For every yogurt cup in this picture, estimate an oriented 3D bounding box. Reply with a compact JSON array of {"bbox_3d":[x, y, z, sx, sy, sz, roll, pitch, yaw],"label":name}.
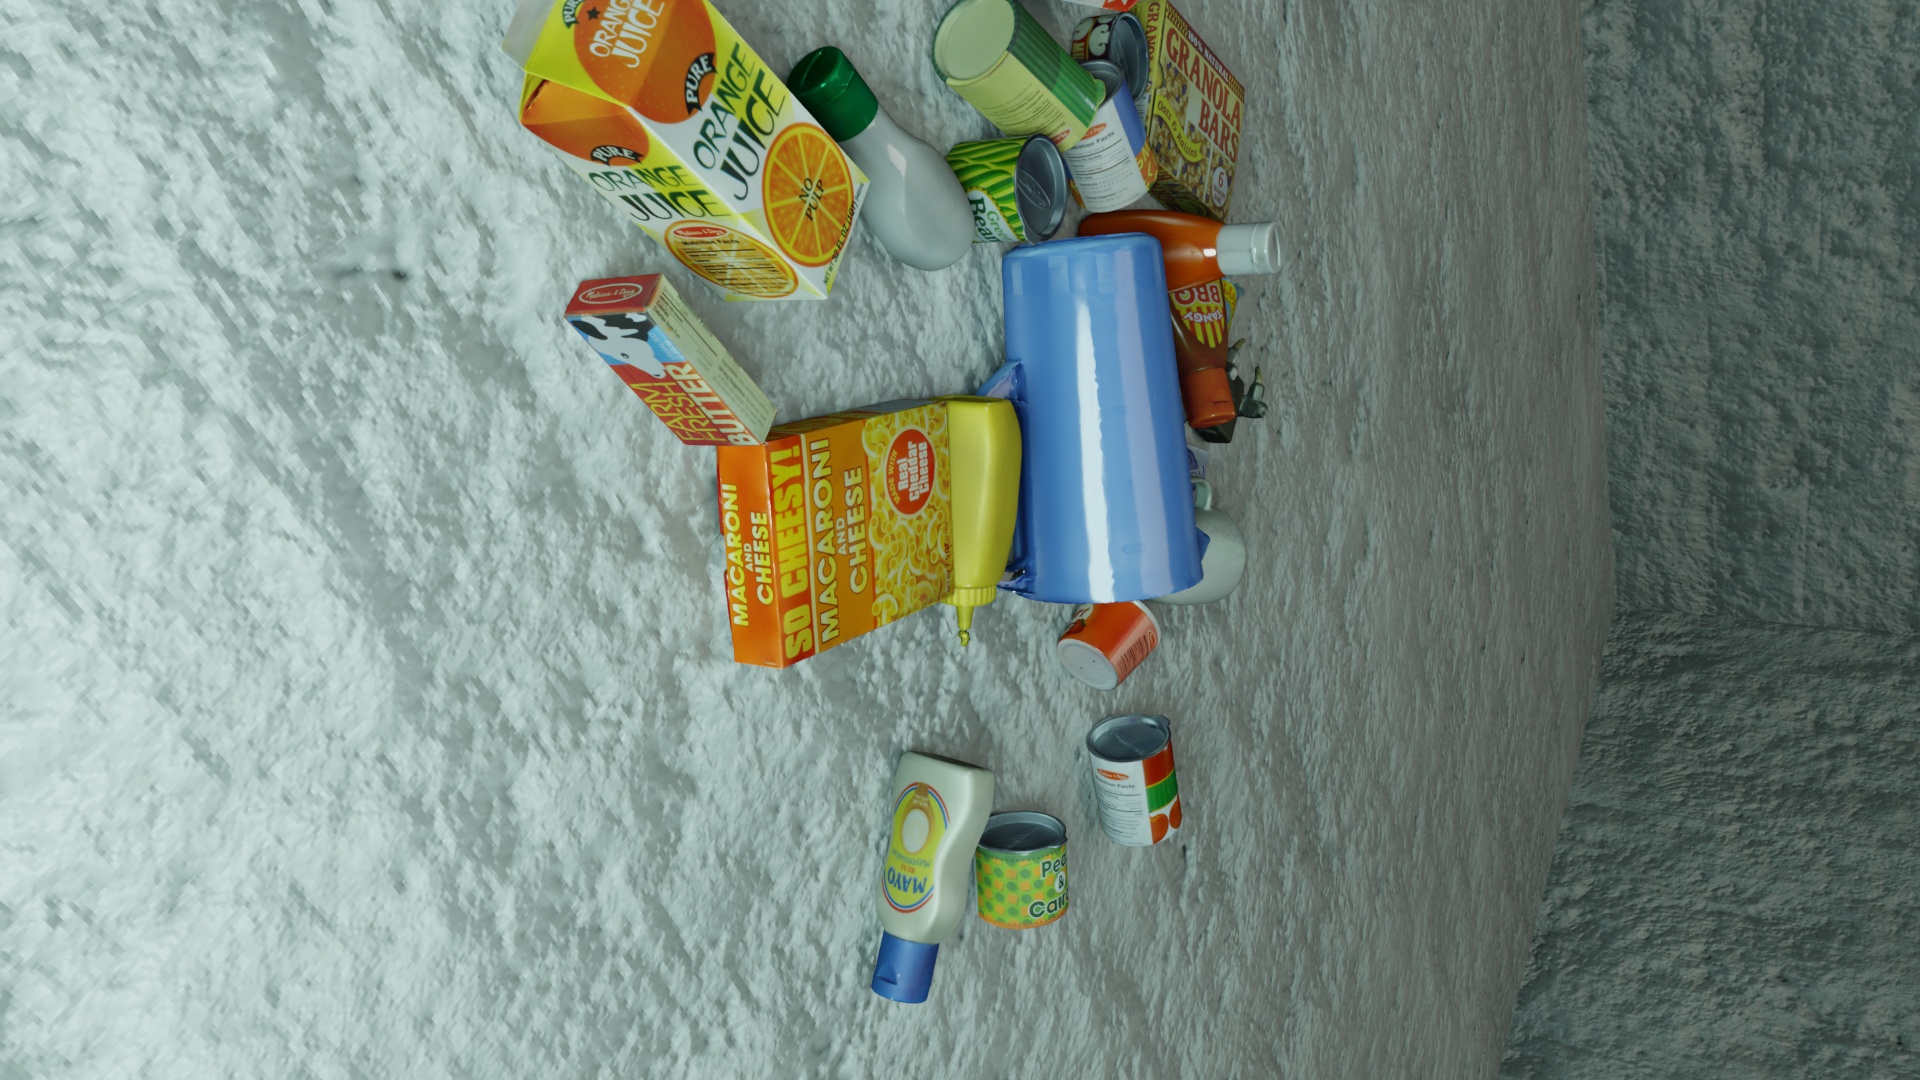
[{"bbox_3d":[0.109,0.076,1.047,0.054,0.072,0.072,-49,133,-31],"label":"yogurt cup"}]

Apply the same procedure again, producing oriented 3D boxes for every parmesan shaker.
[{"bbox_3d":[0.038,-0.298,0.885,0.103,0.071,0.071,21,76,-55],"label":"parmesan shaker"}]

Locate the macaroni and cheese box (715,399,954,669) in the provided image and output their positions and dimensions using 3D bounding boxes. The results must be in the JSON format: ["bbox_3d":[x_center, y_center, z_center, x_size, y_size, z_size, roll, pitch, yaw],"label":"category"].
[{"bbox_3d":[-0.067,-0.009,0.790,0.167,0.040,0.123,-20,111,-55],"label":"macaroni and cheese box"}]

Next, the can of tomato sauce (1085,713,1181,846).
[{"bbox_3d":[0.140,0.189,1.102,0.071,0.071,0.082,-41,127,-47],"label":"can of tomato sauce"}]

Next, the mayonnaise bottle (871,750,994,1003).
[{"bbox_3d":[-0.022,0.210,0.866,0.041,0.065,0.148,19,82,-53],"label":"mayonnaise bottle"}]

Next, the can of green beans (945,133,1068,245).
[{"bbox_3d":[0.028,-0.224,0.890,0.071,0.058,0.071,-11,103,-56],"label":"can of green beans"}]

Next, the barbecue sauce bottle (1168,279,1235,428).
[{"bbox_3d":[0.177,-0.162,1.065,0.065,0.043,0.148,-6,80,-25],"label":"barbecue sauce bottle"}]

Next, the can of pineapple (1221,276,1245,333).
[{"bbox_3d":[0.190,-0.182,1.130,0.071,0.071,0.058,40,61,-51],"label":"can of pineapple"}]

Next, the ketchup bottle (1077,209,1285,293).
[{"bbox_3d":[0.159,-0.210,1.008,0.044,0.149,0.064,-40,126,-45],"label":"ketchup bottle"}]

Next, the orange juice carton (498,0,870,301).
[{"bbox_3d":[-0.130,-0.191,0.641,0.192,0.073,0.072,40,62,-51],"label":"orange juice carton"}]

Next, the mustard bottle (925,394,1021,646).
[{"bbox_3d":[0.003,-0.011,0.878,0.049,0.065,0.159,-20,115,-57],"label":"mustard bottle"}]

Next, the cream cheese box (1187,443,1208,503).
[{"bbox_3d":[0.176,-0.057,1.166,0.104,0.024,0.053,10,86,-57],"label":"cream cheese box"}]

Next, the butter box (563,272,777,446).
[{"bbox_3d":[-0.136,-0.083,0.664,0.103,0.053,0.024,52,49,-47],"label":"butter box"}]

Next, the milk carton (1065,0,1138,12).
[{"bbox_3d":[0.075,-0.398,0.904,0.191,0.072,0.073,-23,149,-54],"label":"milk carton"}]

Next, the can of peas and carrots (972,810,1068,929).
[{"bbox_3d":[0.043,0.227,0.957,0.071,0.071,0.058,-22,112,-54],"label":"can of peas and carrots"}]

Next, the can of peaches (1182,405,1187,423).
[{"bbox_3d":[0.127,-0.082,1.046,0.058,0.071,0.071,-37,124,-47],"label":"can of peaches"}]

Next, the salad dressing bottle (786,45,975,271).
[{"bbox_3d":[-0.044,-0.217,0.797,0.147,0.044,0.064,46,58,-47],"label":"salad dressing bottle"}]

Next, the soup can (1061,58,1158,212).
[{"bbox_3d":[0.097,-0.286,0.982,0.083,0.071,0.071,56,49,-45],"label":"soup can"}]

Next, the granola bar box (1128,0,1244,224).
[{"bbox_3d":[0.176,-0.339,1.119,0.165,0.039,0.124,16,80,-56],"label":"granola bar box"}]

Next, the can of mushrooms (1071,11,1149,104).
[{"bbox_3d":[0.110,-0.352,1.021,0.071,0.033,0.071,-12,105,-56],"label":"can of mushrooms"}]
